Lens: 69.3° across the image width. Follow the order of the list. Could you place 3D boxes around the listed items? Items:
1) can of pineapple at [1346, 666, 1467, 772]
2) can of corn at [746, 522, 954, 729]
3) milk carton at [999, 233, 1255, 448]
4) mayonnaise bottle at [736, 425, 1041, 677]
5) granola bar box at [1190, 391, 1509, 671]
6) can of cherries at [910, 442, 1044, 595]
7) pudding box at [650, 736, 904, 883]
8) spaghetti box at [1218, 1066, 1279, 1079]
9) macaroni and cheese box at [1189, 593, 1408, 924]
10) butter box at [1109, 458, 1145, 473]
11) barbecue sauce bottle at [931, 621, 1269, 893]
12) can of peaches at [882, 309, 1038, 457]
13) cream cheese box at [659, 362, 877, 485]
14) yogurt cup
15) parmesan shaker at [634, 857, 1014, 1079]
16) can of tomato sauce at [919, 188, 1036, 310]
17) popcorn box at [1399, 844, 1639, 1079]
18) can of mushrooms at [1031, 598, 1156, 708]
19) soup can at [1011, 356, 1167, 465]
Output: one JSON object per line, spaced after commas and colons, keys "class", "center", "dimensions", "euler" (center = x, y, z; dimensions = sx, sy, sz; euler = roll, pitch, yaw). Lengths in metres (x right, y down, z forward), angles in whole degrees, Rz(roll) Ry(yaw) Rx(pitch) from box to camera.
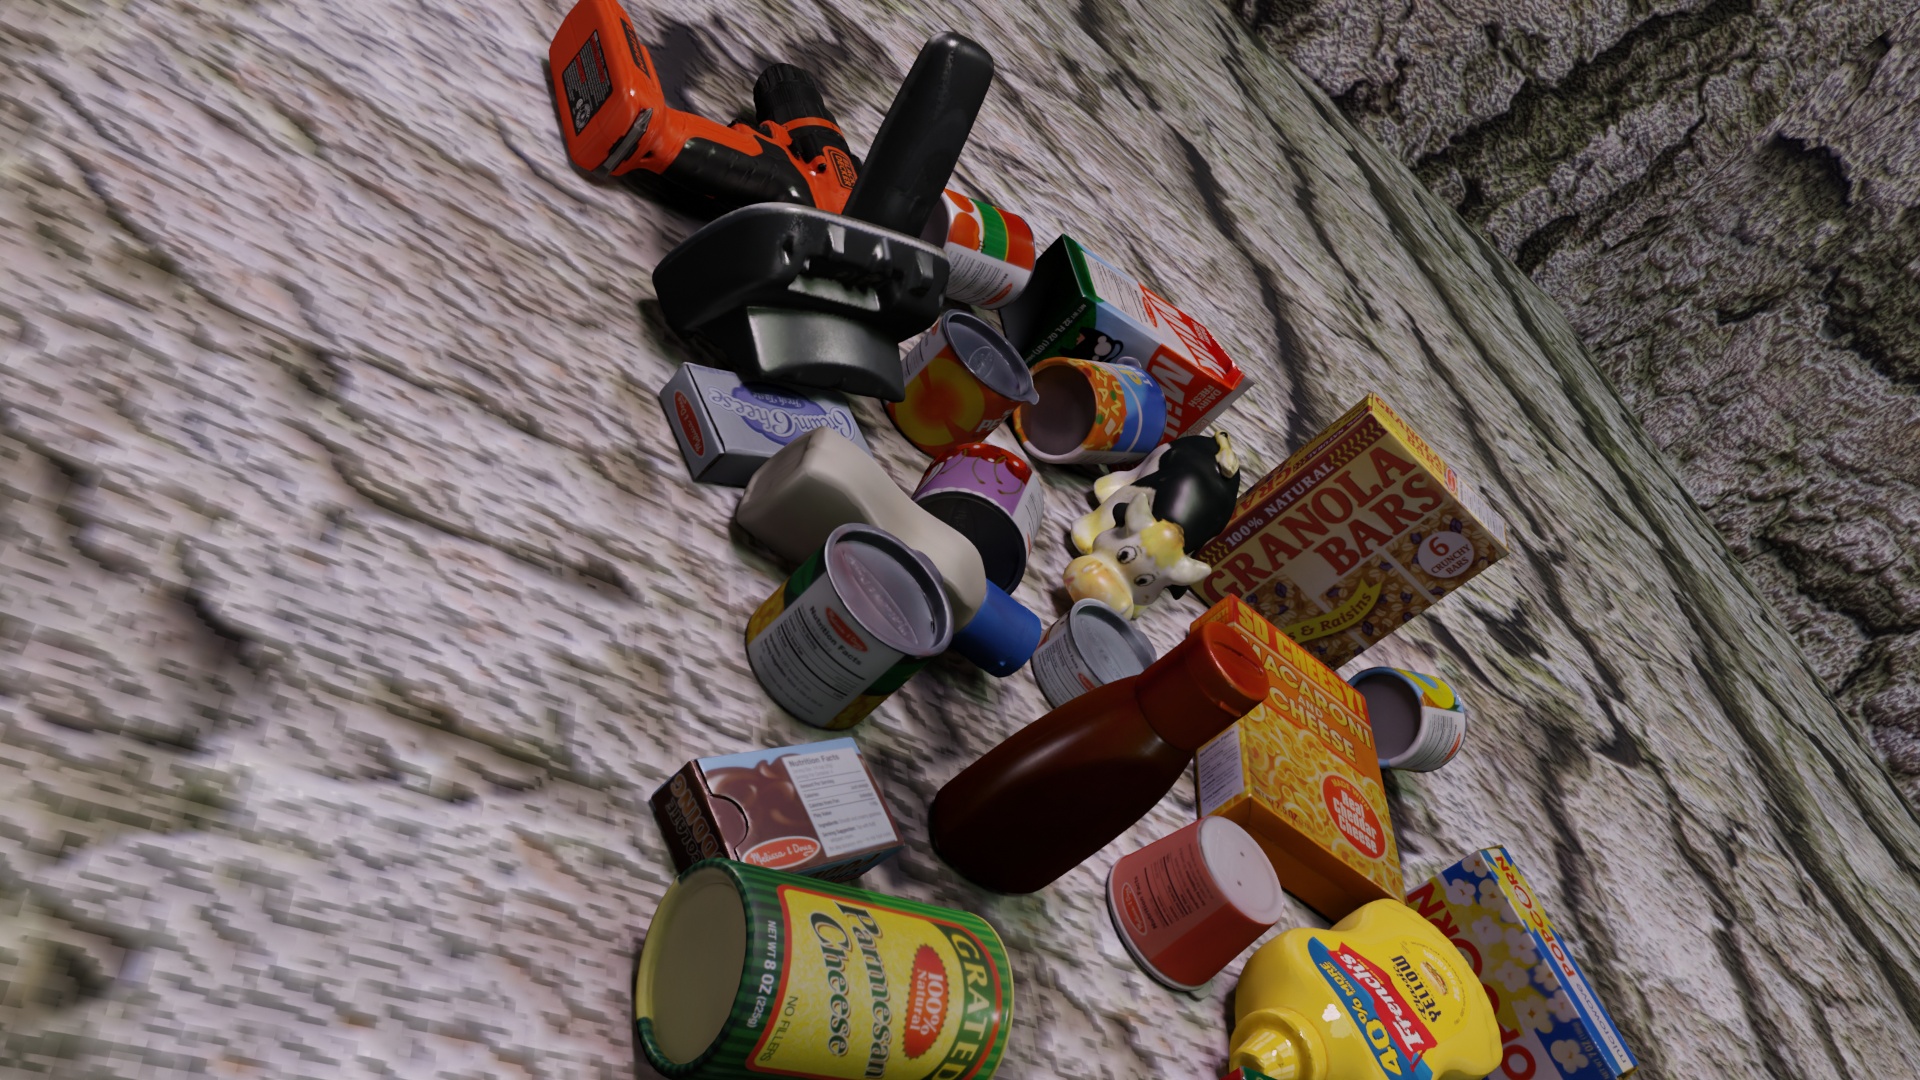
{"class": "can of pineapple", "center": [0.285, 0.116, 0.907], "dimensions": [0.058, 0.070, 0.071], "euler": [14, 43, -45]}
{"class": "can of corn", "center": [-0.045, 0.035, 0.578], "dimensions": [0.071, 0.058, 0.071], "euler": [33, 32, -24]}
{"class": "milk carton", "center": [0.123, -0.129, 0.984], "dimensions": [0.190, 0.072, 0.074], "euler": [25, 37, -33]}
{"class": "mayonnaise bottle", "center": [-0.027, 0.010, 0.632], "dimensions": [0.148, 0.064, 0.041], "euler": [37, 45, -25]}
{"class": "granola bar box", "center": [0.236, 0.005, 0.873], "dimensions": [0.124, 0.165, 0.039], "euler": [43, 30, -9]}
{"class": "can of cherries", "center": [0.002, -0.009, 0.688], "dimensions": [0.071, 0.071, 0.059], "euler": [42, 30, -11]}
{"class": "pudding box", "center": [-0.065, 0.101, 0.502], "dimensions": [0.084, 0.030, 0.050], "euler": [1, 54, -52]}
{"class": "spaghetti box", "center": [0.188, 0.280, 0.598], "dimensions": [0.250, 0.050, 0.029], "euler": [30, 32, -28]}
{"class": "macaroni and cheese box", "center": [0.188, 0.124, 0.795], "dimensions": [0.123, 0.040, 0.167], "euler": [36, 32, -18]}
{"class": "butter box", "center": [0.146, -0.031, 0.944], "dimensions": [0.103, 0.024, 0.053], "euler": [19, 40, -40]}
{"class": "barbecue sauce bottle", "center": [0.057, 0.088, 0.557], "dimensions": [0.065, 0.148, 0.044], "euler": [30, 34, -28]}
{"class": "can of peaches", "center": [-0.001, -0.085, 0.782], "dimensions": [0.071, 0.058, 0.071], "euler": [34, 32, -24]}
{"class": "cream cheese box", "center": [-0.088, -0.051, 0.660], "dimensions": [0.104, 0.024, 0.053], "euler": [6, 50, -50]}
{"class": "yogurt cup", "center": [0.109, 0.162, 0.632], "dimensions": [0.072, 0.053, 0.073], "euler": [33, 32, -23]}
{"class": "parmesan shaker", "center": [-0.043, 0.146, 0.443], "dimensions": [0.103, 0.071, 0.071], "euler": [23, 37, -36]}
{"class": "can of tomato sauce", "center": [-0.003, -0.191, 0.898], "dimensions": [0.083, 0.071, 0.071], "euler": [6, 49, -49]}
{"class": "popcorn box", "center": [0.280, 0.238, 0.733], "dimensions": [0.038, 0.085, 0.127], "euler": [10, 47, -47]}
{"class": "can of mushrooms", "center": [0.072, 0.066, 0.720], "dimensions": [0.071, 0.033, 0.071], "euler": [32, 32, -24]}
{"class": "soup can", "center": [0.082, -0.083, 0.875], "dimensions": [0.084, 0.071, 0.071], "euler": [-3, 56, -54]}
